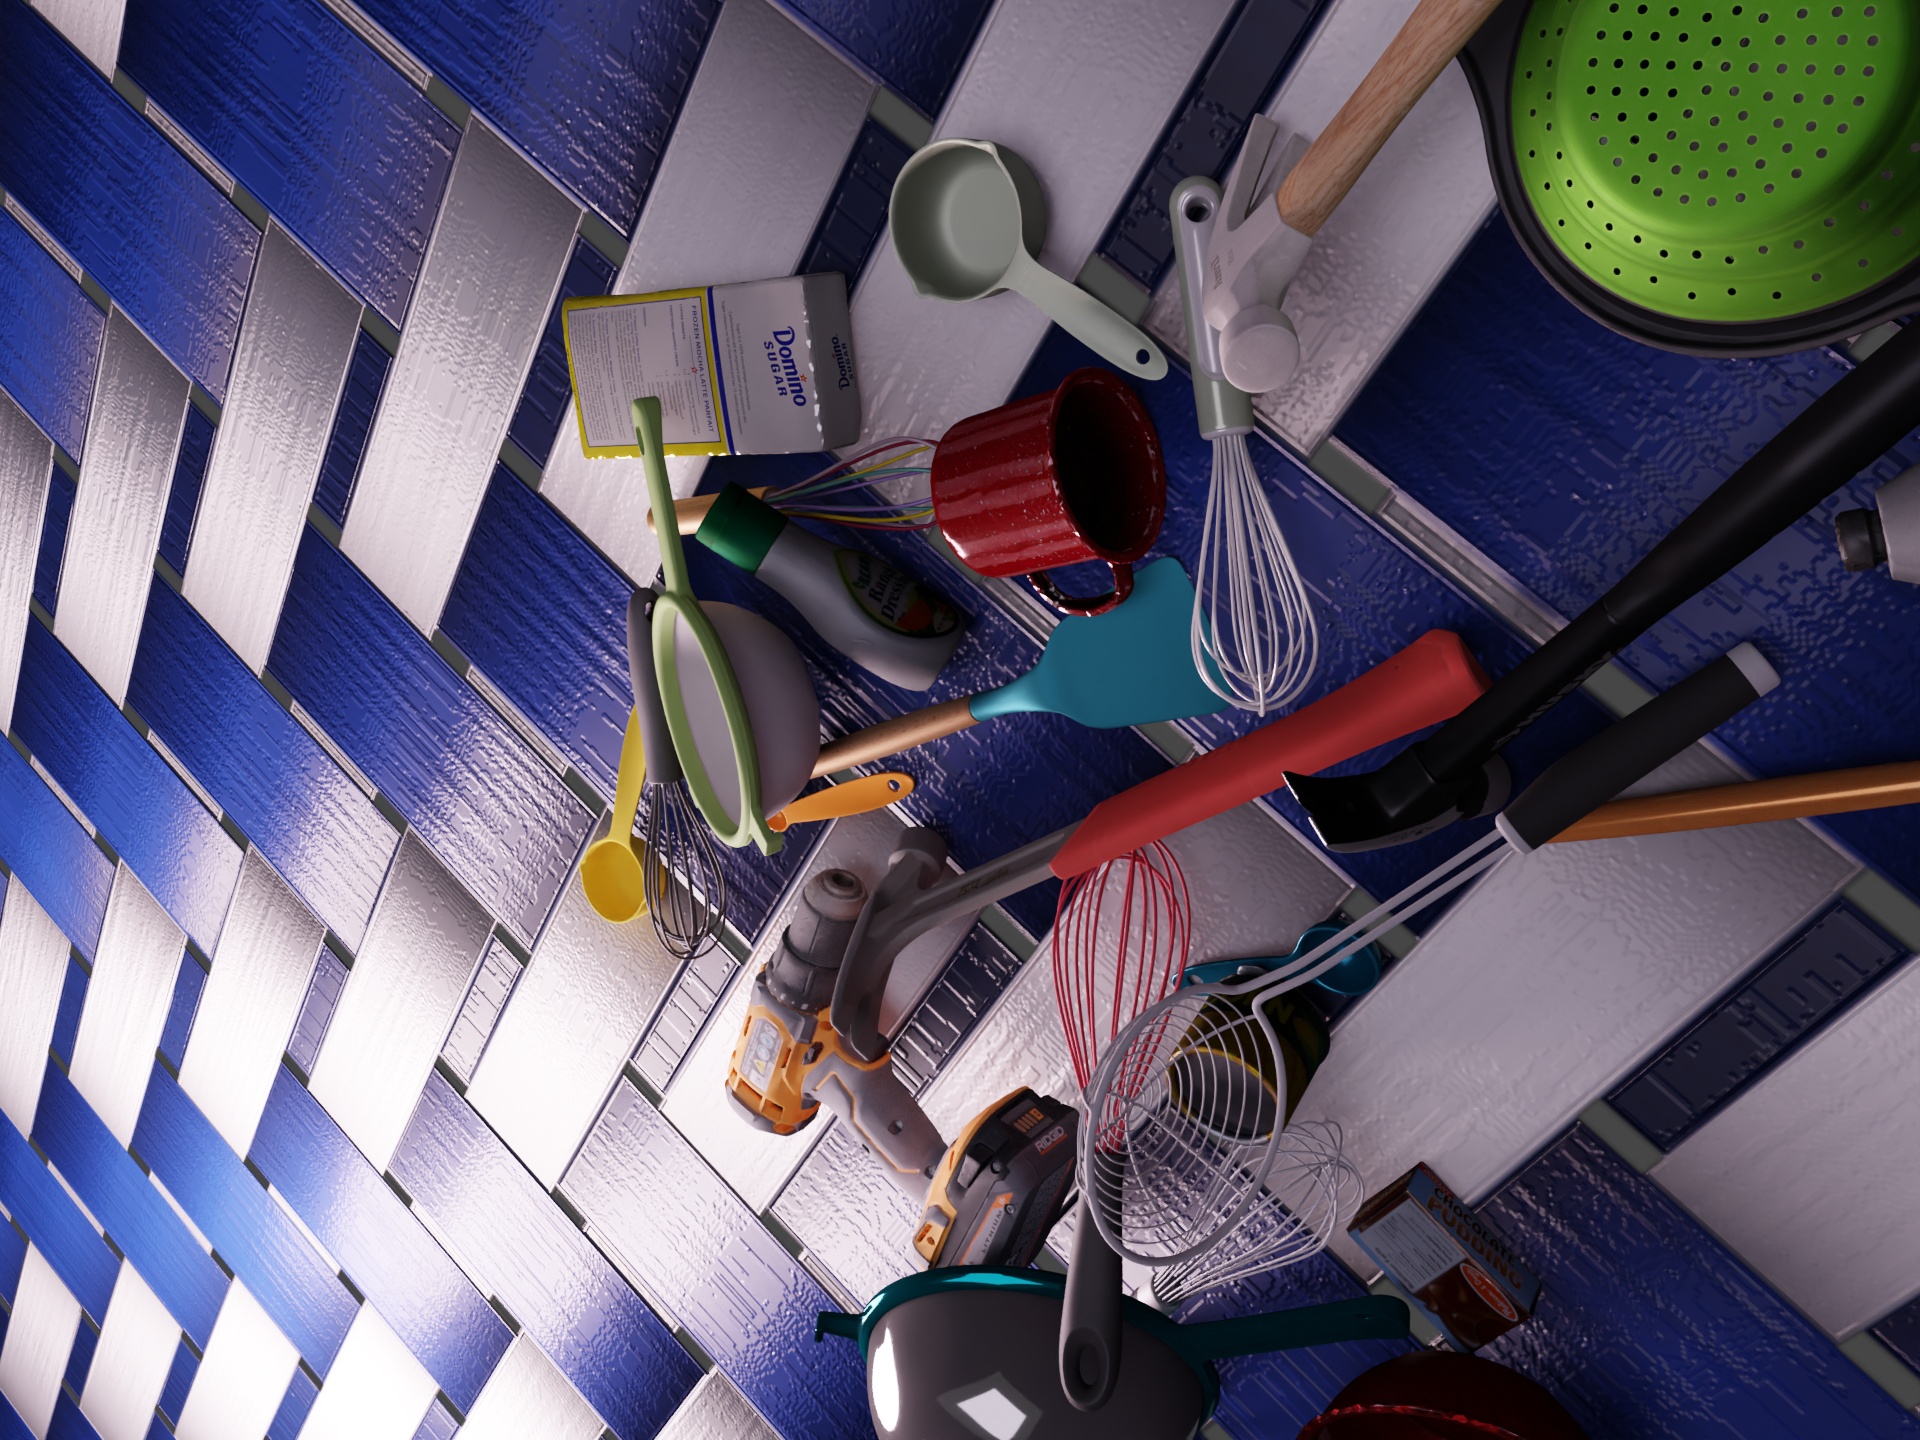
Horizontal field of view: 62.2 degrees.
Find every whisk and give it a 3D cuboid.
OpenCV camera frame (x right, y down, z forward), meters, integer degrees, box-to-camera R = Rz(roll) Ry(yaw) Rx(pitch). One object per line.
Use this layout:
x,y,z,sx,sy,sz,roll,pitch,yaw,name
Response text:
0.122,-0.123,0.724,0.058,0.059,0.246,-8,94,7,whisk
-0.085,-0.124,0.882,0.245,0.051,0.047,-1,84,39,whisk
-0.182,0.035,0.998,0.055,0.055,0.239,2,103,34,whisk
0.076,0.201,0.815,0.073,0.073,0.296,1,83,34,whisk
0.128,0.303,0.879,0.070,0.070,0.284,45,131,13,whisk

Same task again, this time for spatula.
-0.001,-0.003,0.875,0.317,0.044,0.082,-18,98,42,spatula
0.376,0.022,0.628,0.322,0.041,0.081,-13,100,41,spatula

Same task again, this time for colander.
0.334,-0.174,0.540,0.397,0.094,0.204,43,125,14,colander

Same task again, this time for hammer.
0.193,-0.278,0.579,0.031,0.130,0.331,24,129,-20,hammer
0.254,-0.050,0.581,0.334,0.146,0.035,-51,59,42,hammer
0.086,0.052,0.776,0.359,0.149,0.036,-27,117,31,hammer

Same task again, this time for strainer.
0.084,0.377,0.854,0.340,0.095,0.210,-25,122,33,strainer
-0.130,-0.058,0.901,0.151,0.069,0.256,18,120,64,strainer

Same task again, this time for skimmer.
0.198,0.103,0.679,0.363,0.090,0.127,-39,127,18,skimmer

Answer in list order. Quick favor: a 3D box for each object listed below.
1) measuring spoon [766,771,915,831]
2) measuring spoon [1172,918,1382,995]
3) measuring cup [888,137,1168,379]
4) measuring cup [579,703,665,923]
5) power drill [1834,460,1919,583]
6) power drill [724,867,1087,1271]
-0.072,0.047,0.949,0.117,0.011,0.021,-16,107,33,measuring spoon
0.161,0.123,0.815,0.128,0.021,0.042,-19,108,46,measuring spoon
0.040,-0.215,0.762,0.168,0.038,0.083,40,124,14,measuring cup
-0.210,0.057,1.041,0.062,0.029,0.156,20,105,28,measuring cup
0.386,0.001,0.529,0.143,0.078,0.219,-11,104,29,power drill
-0.036,0.209,0.940,0.226,0.084,0.185,34,121,25,power drill
